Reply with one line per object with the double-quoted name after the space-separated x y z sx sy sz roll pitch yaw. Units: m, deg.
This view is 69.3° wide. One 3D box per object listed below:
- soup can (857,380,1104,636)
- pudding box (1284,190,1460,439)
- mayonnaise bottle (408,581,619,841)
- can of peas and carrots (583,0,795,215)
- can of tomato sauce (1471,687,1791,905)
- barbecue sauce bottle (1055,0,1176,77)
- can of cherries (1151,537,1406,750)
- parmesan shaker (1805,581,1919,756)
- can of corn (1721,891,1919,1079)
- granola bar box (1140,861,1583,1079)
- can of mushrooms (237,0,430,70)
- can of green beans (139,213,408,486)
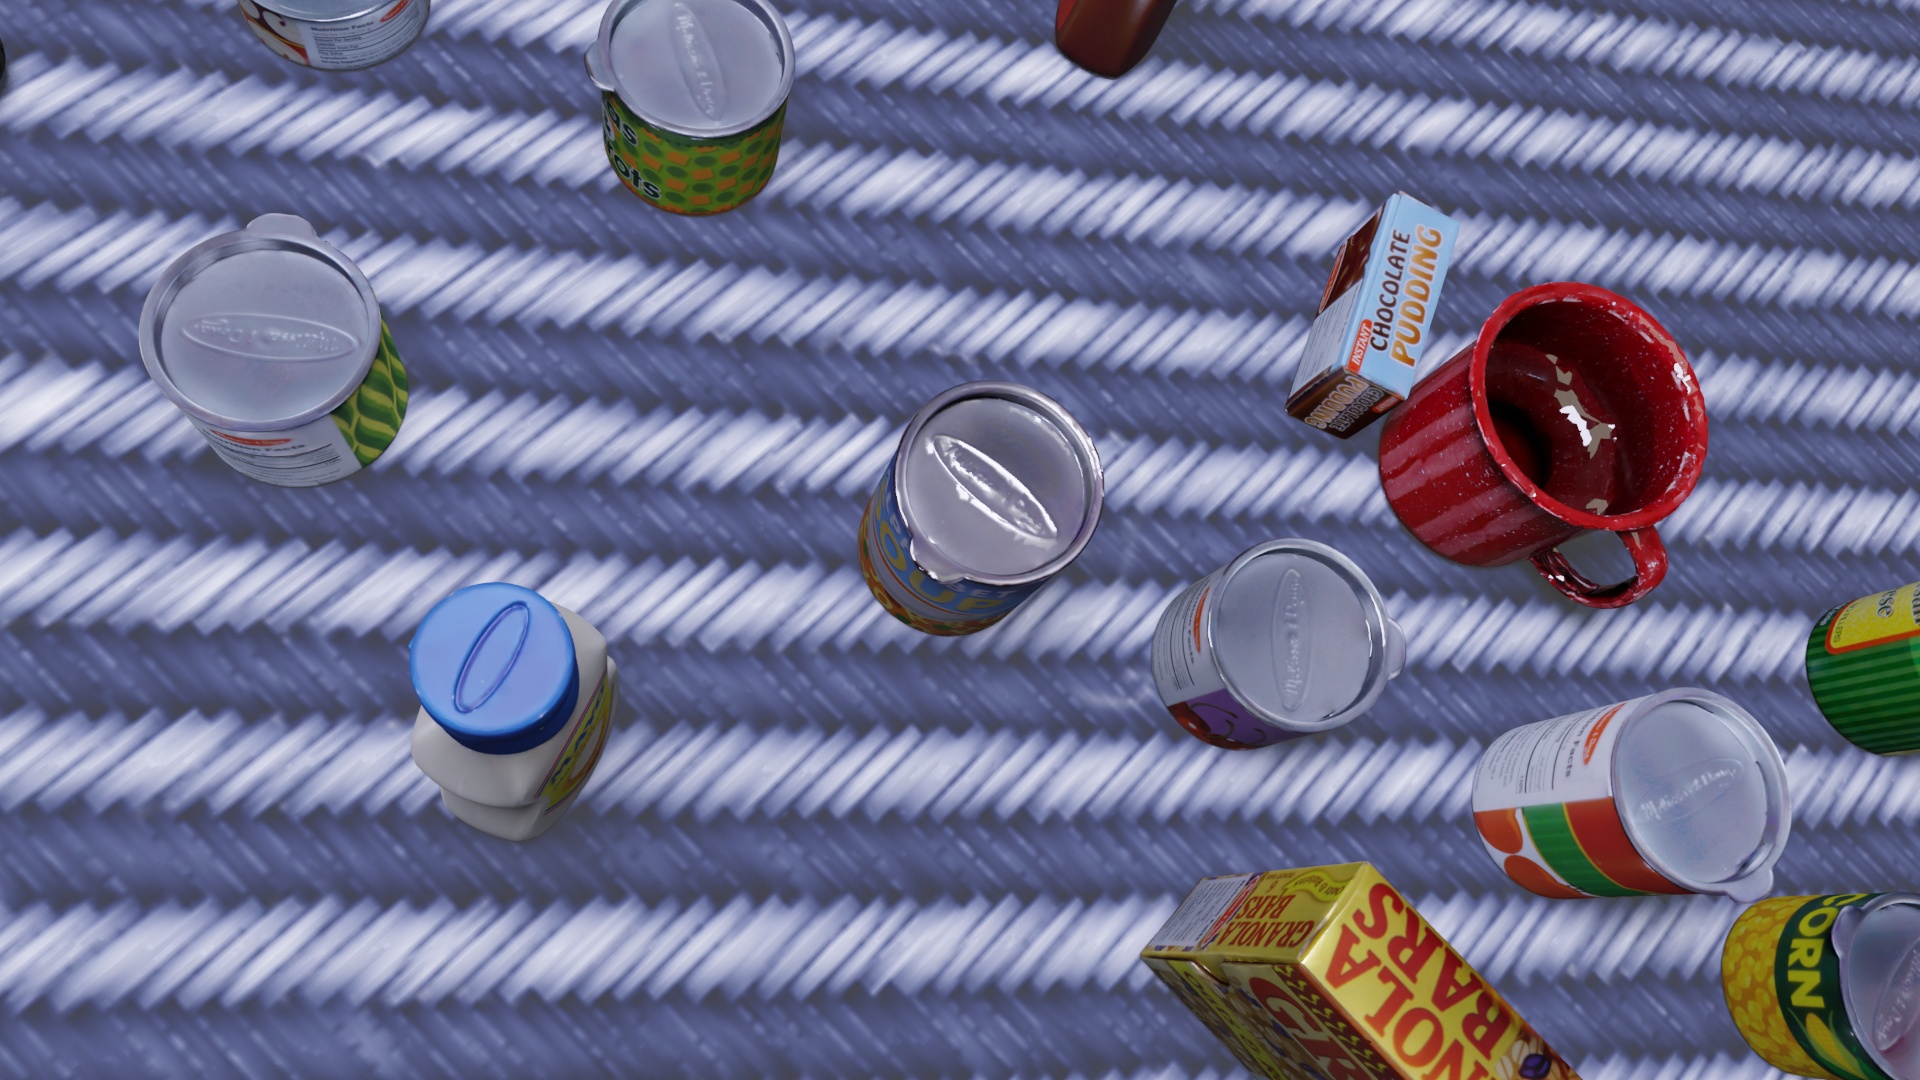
0.002 -0.006 0.461 0.071 0.083 0.071 4 74 -12 "soup can"
0.160 -0.087 0.539 0.030 0.049 0.084 24 70 -5 "pudding box"
-0.122 0.046 0.383 0.041 0.147 0.065 26 70 -4 "mayonnaise bottle"
-0.097 -0.158 0.496 0.071 0.058 0.071 4 74 -12 "can of peas and carrots"
0.232 0.092 0.485 0.071 0.083 0.071 4 74 -12 "can of tomato sauce"
0.078 -0.238 0.512 0.044 0.148 0.065 25 71 -5 "barbecue sauce bottle"
0.109 0.039 0.486 0.071 0.058 0.071 4 73 -12 "can of cherries"
0.384 0.044 0.524 0.071 0.102 0.071 4 74 -12 "parmesan shaker"
0.320 0.159 0.499 0.071 0.058 0.071 4 74 -12 "can of corn"
0.142 0.173 0.419 0.165 0.124 0.039 46 70 3 "granola bar box"
-0.226 -0.206 0.494 0.071 0.033 0.071 4 73 -12 "can of mushrooms"
-0.214 -0.056 0.440 0.071 0.057 0.071 4 73 -12 "can of green beans"
